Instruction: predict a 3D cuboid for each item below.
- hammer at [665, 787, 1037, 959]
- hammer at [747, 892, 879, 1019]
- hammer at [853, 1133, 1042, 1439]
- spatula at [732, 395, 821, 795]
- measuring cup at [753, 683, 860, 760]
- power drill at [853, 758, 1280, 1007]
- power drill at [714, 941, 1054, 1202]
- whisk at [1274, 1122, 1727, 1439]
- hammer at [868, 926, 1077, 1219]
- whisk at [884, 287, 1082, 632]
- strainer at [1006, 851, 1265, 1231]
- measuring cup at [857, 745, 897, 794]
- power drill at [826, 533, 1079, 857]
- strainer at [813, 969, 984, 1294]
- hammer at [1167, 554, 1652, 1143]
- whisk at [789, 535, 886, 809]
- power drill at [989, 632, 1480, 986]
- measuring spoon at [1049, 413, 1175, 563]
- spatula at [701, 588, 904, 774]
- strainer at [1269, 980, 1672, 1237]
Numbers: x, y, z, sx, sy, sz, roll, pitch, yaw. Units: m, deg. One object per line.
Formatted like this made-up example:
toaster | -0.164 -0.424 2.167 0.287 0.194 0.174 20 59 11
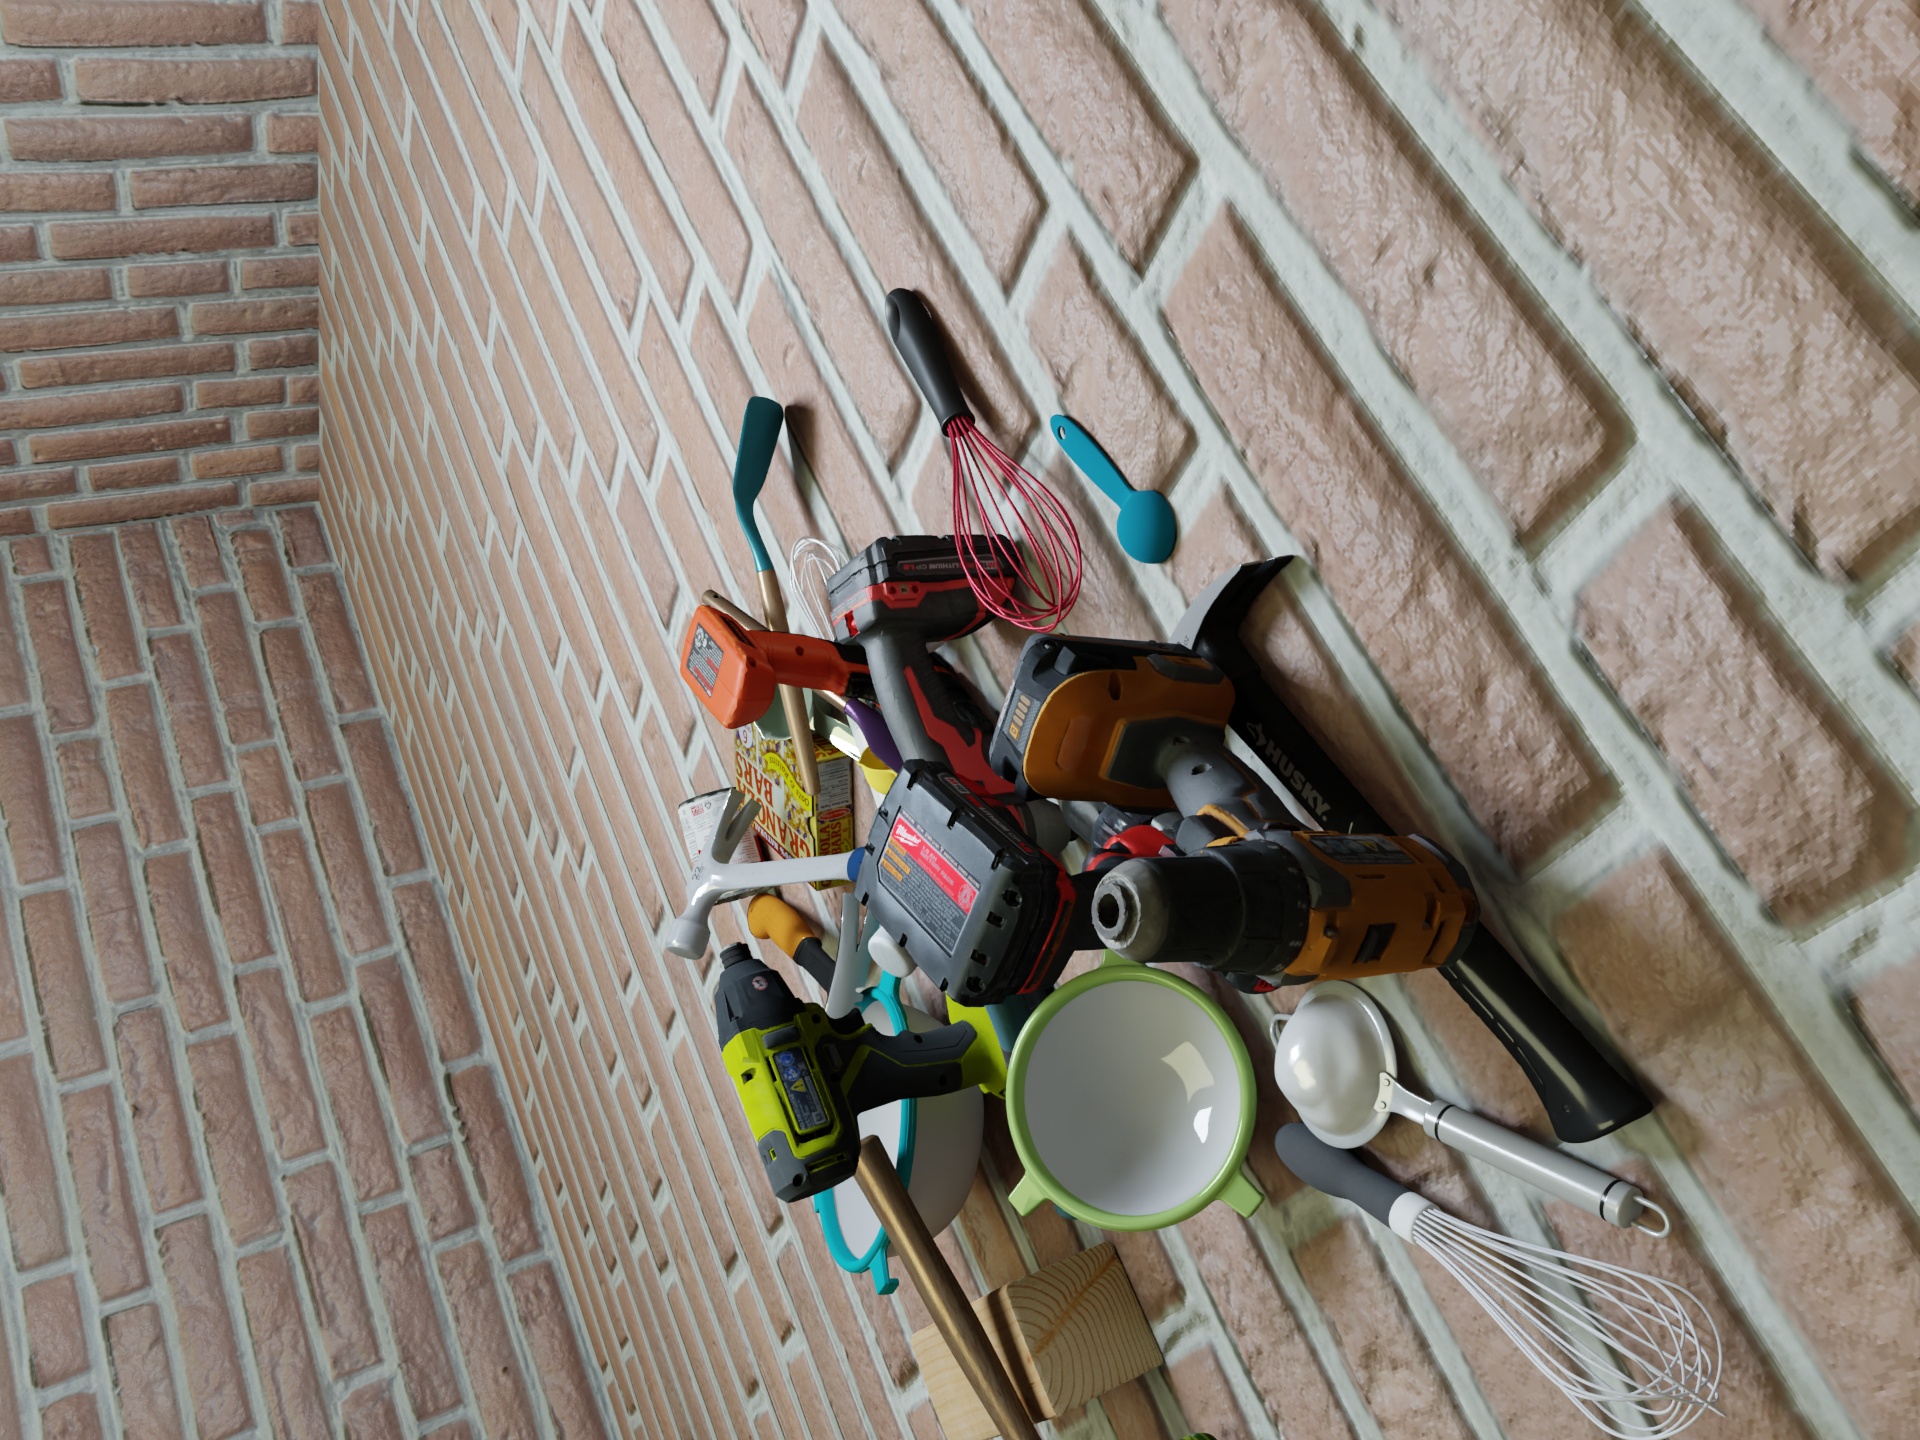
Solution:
hammer | -0.085 0.104 1.202 0.405 0.035 0.144 -11 54 47
hammer | -0.136 0.186 1.371 0.337 0.034 0.127 -167 89 -71
hammer | 0.013 0.430 1.061 0.331 0.031 0.130 58 147 14
spatula | -0.141 -0.097 1.272 0.082 0.044 0.317 -22 -80 -77
measuring cup | -0.106 -0.001 1.305 0.168 0.038 0.083 32 109 30
power drill | 0.057 0.074 0.843 0.188 0.226 0.080 41 116 45
power drill | -0.051 0.210 1.089 0.171 0.223 0.080 66 149 19
whisk | 0.242 0.254 0.765 0.285 0.070 0.070 19 118 63
hammer | 0.038 0.205 0.992 0.033 0.128 0.330 13 138 37
whisk | 0.005 -0.174 1.012 0.296 0.073 0.073 67 150 31
strainer | 0.107 0.172 0.956 0.151 0.069 0.256 -8 72 23
measuring cup | -0.032 0.055 1.136 0.157 0.062 0.029 -118 11 -60
power drill | -0.002 -0.003 1.015 0.078 0.143 0.220 -29 70 56
strainer | -0.026 0.252 1.224 0.211 0.095 0.340 -173 93 -70
hammer | 0.204 0.061 0.768 0.335 0.035 0.146 54 145 35
whisk | -0.083 -0.027 1.238 0.058 0.059 0.246 -20 87 33
power drill | 0.097 0.040 0.724 0.226 0.185 0.084 45 125 48
measuring spoon | 0.080 -0.137 0.921 0.129 0.021 0.042 54 144 34
spatula | -0.096 -0.024 1.191 0.316 0.060 0.018 35 134 34
strainer | 0.228 0.191 0.777 0.259 0.050 0.087 17 101 54
